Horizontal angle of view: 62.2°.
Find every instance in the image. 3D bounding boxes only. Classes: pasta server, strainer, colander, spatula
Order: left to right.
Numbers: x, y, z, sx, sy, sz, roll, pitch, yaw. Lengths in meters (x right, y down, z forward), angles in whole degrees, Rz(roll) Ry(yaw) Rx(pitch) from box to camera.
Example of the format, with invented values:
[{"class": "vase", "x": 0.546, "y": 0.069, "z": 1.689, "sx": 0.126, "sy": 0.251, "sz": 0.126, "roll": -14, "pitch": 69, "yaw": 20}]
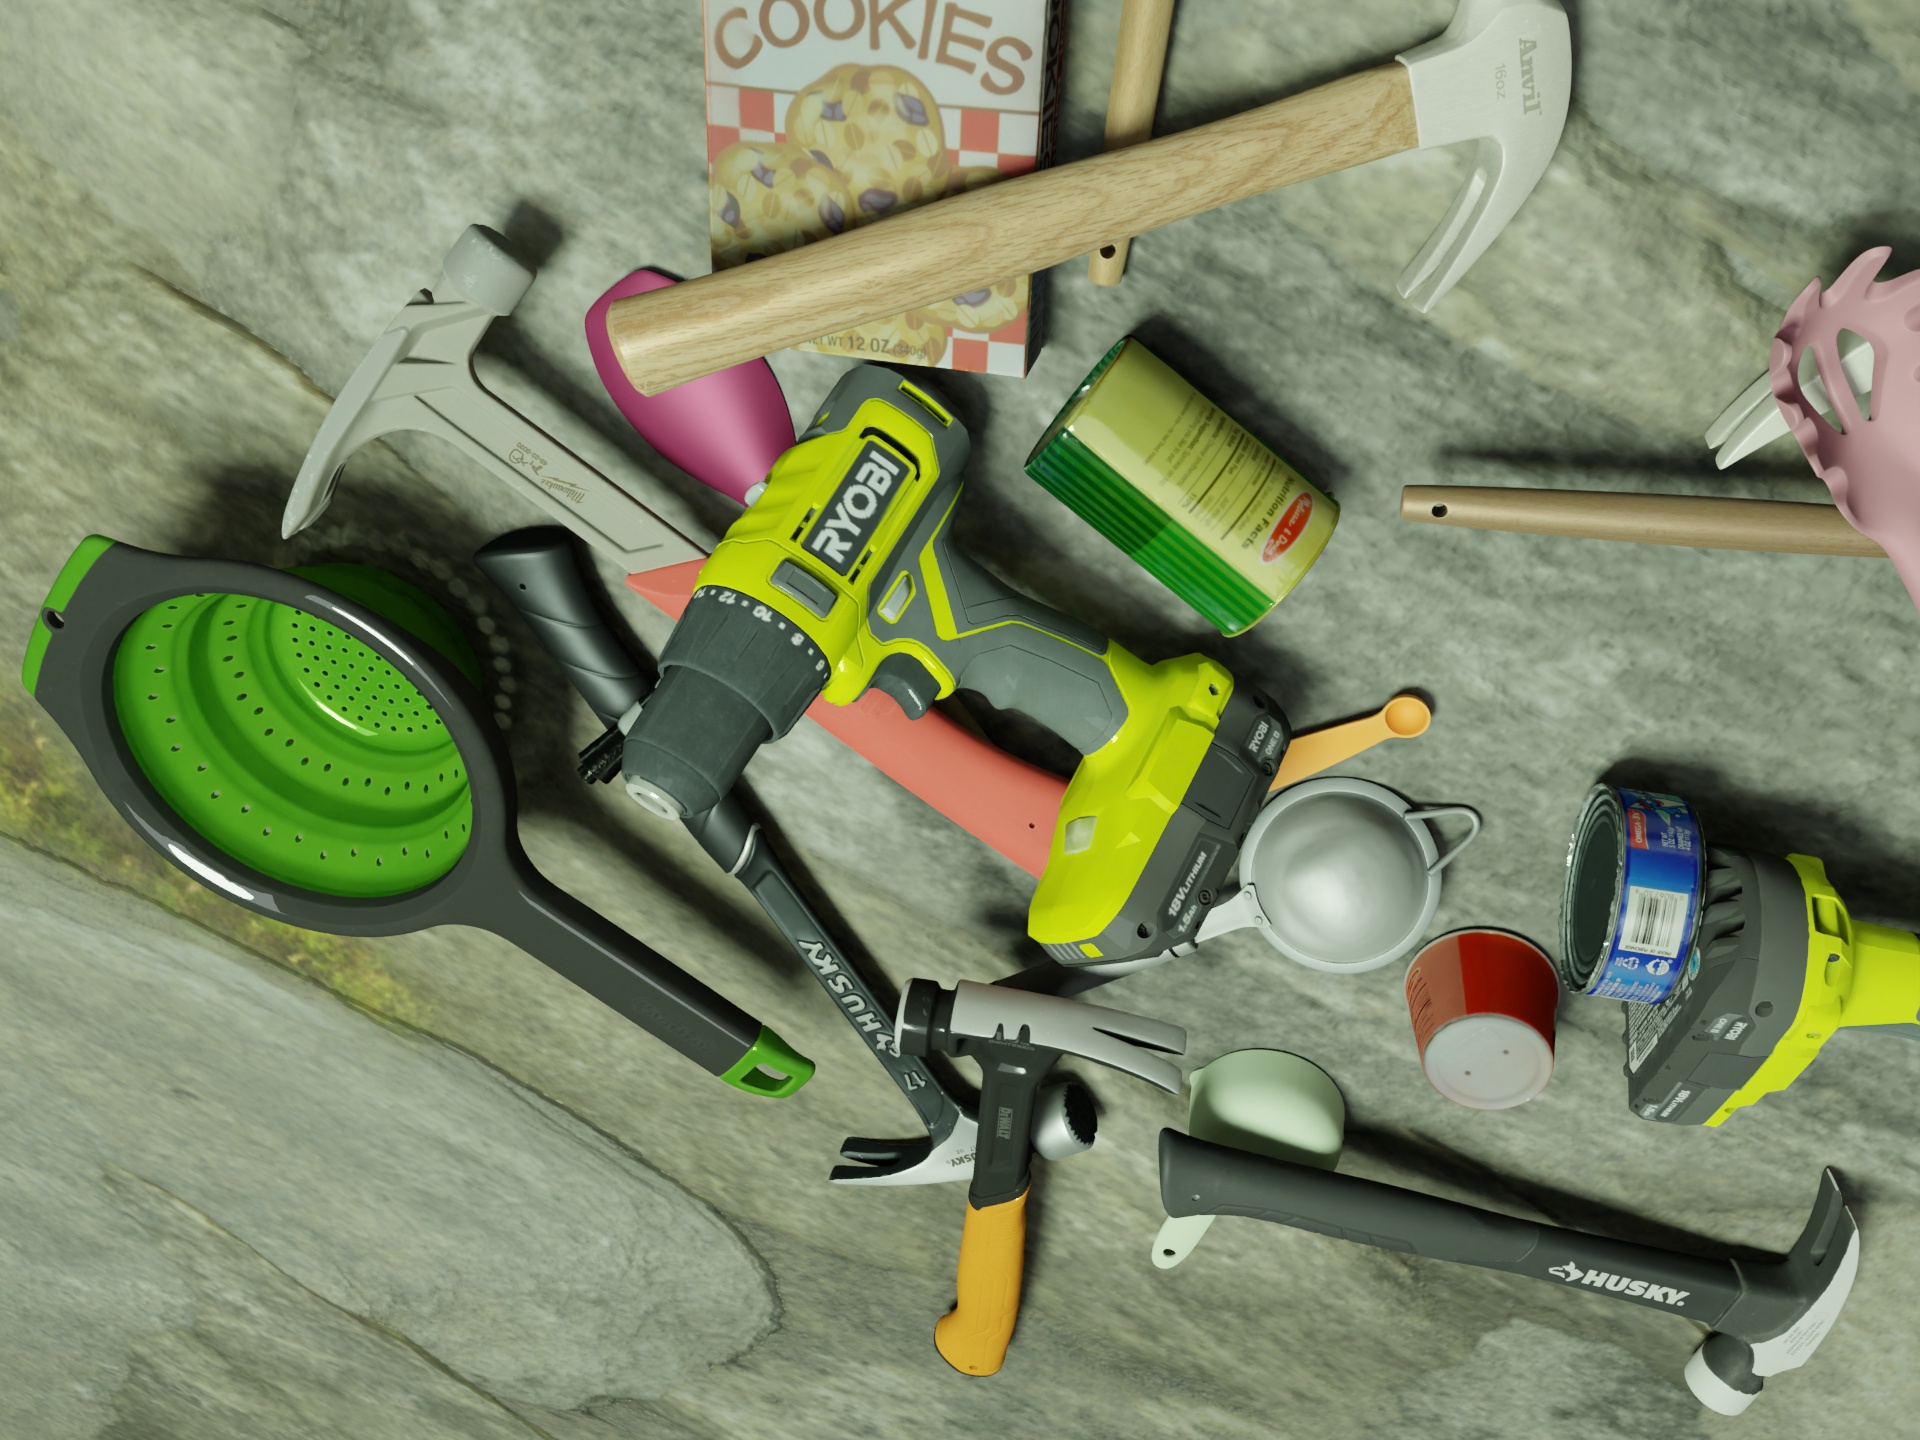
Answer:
[{"class": "colander", "x": -0.225, "y": 0.042, "z": 0.751, "sx": 0.397, "sy": 0.095, "sz": 0.204, "roll": 37, "pitch": 124, "yaw": -14}, {"class": "strainer", "x": 0.105, "y": 0.094, "z": 0.709, "sx": 0.258, "sy": 0.050, "sz": 0.087, "roll": -24, "pitch": 88, "yaw": 23}, {"class": "spatula", "x": 0.313, "y": -0.066, "z": 0.543, "sx": 0.316, "sy": 0.018, "sz": 0.059, "roll": 5, "pitch": 116, "yaw": 13}, {"class": "pasta server", "x": 0.341, "y": -0.003, "z": 0.521, "sx": 0.060, "sy": 0.040, "sz": 0.316, "roll": -26, "pitch": 97, "yaw": 7}]

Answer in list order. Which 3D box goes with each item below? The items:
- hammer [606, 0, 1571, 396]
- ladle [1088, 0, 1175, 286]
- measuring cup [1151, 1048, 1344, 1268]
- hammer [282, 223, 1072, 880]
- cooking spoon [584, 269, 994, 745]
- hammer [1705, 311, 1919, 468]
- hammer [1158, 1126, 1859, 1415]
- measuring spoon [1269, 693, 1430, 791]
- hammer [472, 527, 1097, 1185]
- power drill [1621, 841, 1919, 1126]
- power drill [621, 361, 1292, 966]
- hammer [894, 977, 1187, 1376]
[{"class": "hammer", "x": 0.039, "y": -0.172, "z": 0.543, "sx": 0.331, "sy": 0.031, "sz": 0.130, "roll": -16, "pitch": 121, "yaw": 8}, {"class": "ladle", "x": 0.067, "y": -0.287, "z": 0.494, "sx": 0.078, "sy": 0.062, "sz": 0.320, "roll": 13, "pitch": 125, "yaw": 8}, {"class": "measuring cup", "x": 0.133, "y": 0.237, "z": 0.803, "sx": 0.083, "sy": 0.038, "sz": 0.167, "roll": 24, "pitch": 121, "yaw": 0}, {"class": "hammer", "x": -0.095, "y": -0.035, "z": 0.665, "sx": 0.359, "sy": 0.037, "sz": 0.149, "roll": 37, "pitch": 105, "yaw": -11}, {"class": "cooking spoon", "x": -0.047, "y": -0.054, "z": 0.687, "sx": 0.069, "sy": 0.017, "sz": 0.318, "roll": -30, "pitch": 109, "yaw": 27}, {"class": "hammer", "x": 0.438, "y": 0.011, "z": 0.588, "sx": 0.146, "sy": 0.038, "sz": 0.410, "roll": -30, "pitch": 110, "yaw": 30}, {"class": "hammer", "x": 0.252, "y": 0.242, "z": 0.750, "sx": 0.334, "sy": 0.035, "sz": 0.146, "roll": 14, "pitch": 123, "yaw": -5}, {"class": "measuring spoon", "x": 0.146, "y": 0.013, "z": 0.684, "sx": 0.117, "sy": 0.011, "sz": 0.021, "roll": -24, "pitch": 112, "yaw": 30}, {"class": "hammer", "x": -0.097, "y": 0.079, "z": 0.773, "sx": 0.149, "sy": 0.036, "sz": 0.408, "roll": -24, "pitch": 111, "yaw": 27}, {"class": "power drill", "x": 0.391, "y": 0.127, "z": 0.631, "sx": 0.223, "sy": 0.080, "sz": 0.171, "roll": 9, "pitch": 144, "yaw": 9}, {"class": "power drill", "x": -0.001, "y": -0.002, "z": 0.615, "sx": 0.228, "sy": 0.191, "sz": 0.080, "roll": 35, "pitch": 158, "yaw": -14}, {"class": "hammer", "x": 0.026, "y": 0.248, "z": 0.803, "sx": 0.127, "sy": 0.034, "sz": 0.336, "roll": 9, "pitch": 134, "yaw": 5}]
